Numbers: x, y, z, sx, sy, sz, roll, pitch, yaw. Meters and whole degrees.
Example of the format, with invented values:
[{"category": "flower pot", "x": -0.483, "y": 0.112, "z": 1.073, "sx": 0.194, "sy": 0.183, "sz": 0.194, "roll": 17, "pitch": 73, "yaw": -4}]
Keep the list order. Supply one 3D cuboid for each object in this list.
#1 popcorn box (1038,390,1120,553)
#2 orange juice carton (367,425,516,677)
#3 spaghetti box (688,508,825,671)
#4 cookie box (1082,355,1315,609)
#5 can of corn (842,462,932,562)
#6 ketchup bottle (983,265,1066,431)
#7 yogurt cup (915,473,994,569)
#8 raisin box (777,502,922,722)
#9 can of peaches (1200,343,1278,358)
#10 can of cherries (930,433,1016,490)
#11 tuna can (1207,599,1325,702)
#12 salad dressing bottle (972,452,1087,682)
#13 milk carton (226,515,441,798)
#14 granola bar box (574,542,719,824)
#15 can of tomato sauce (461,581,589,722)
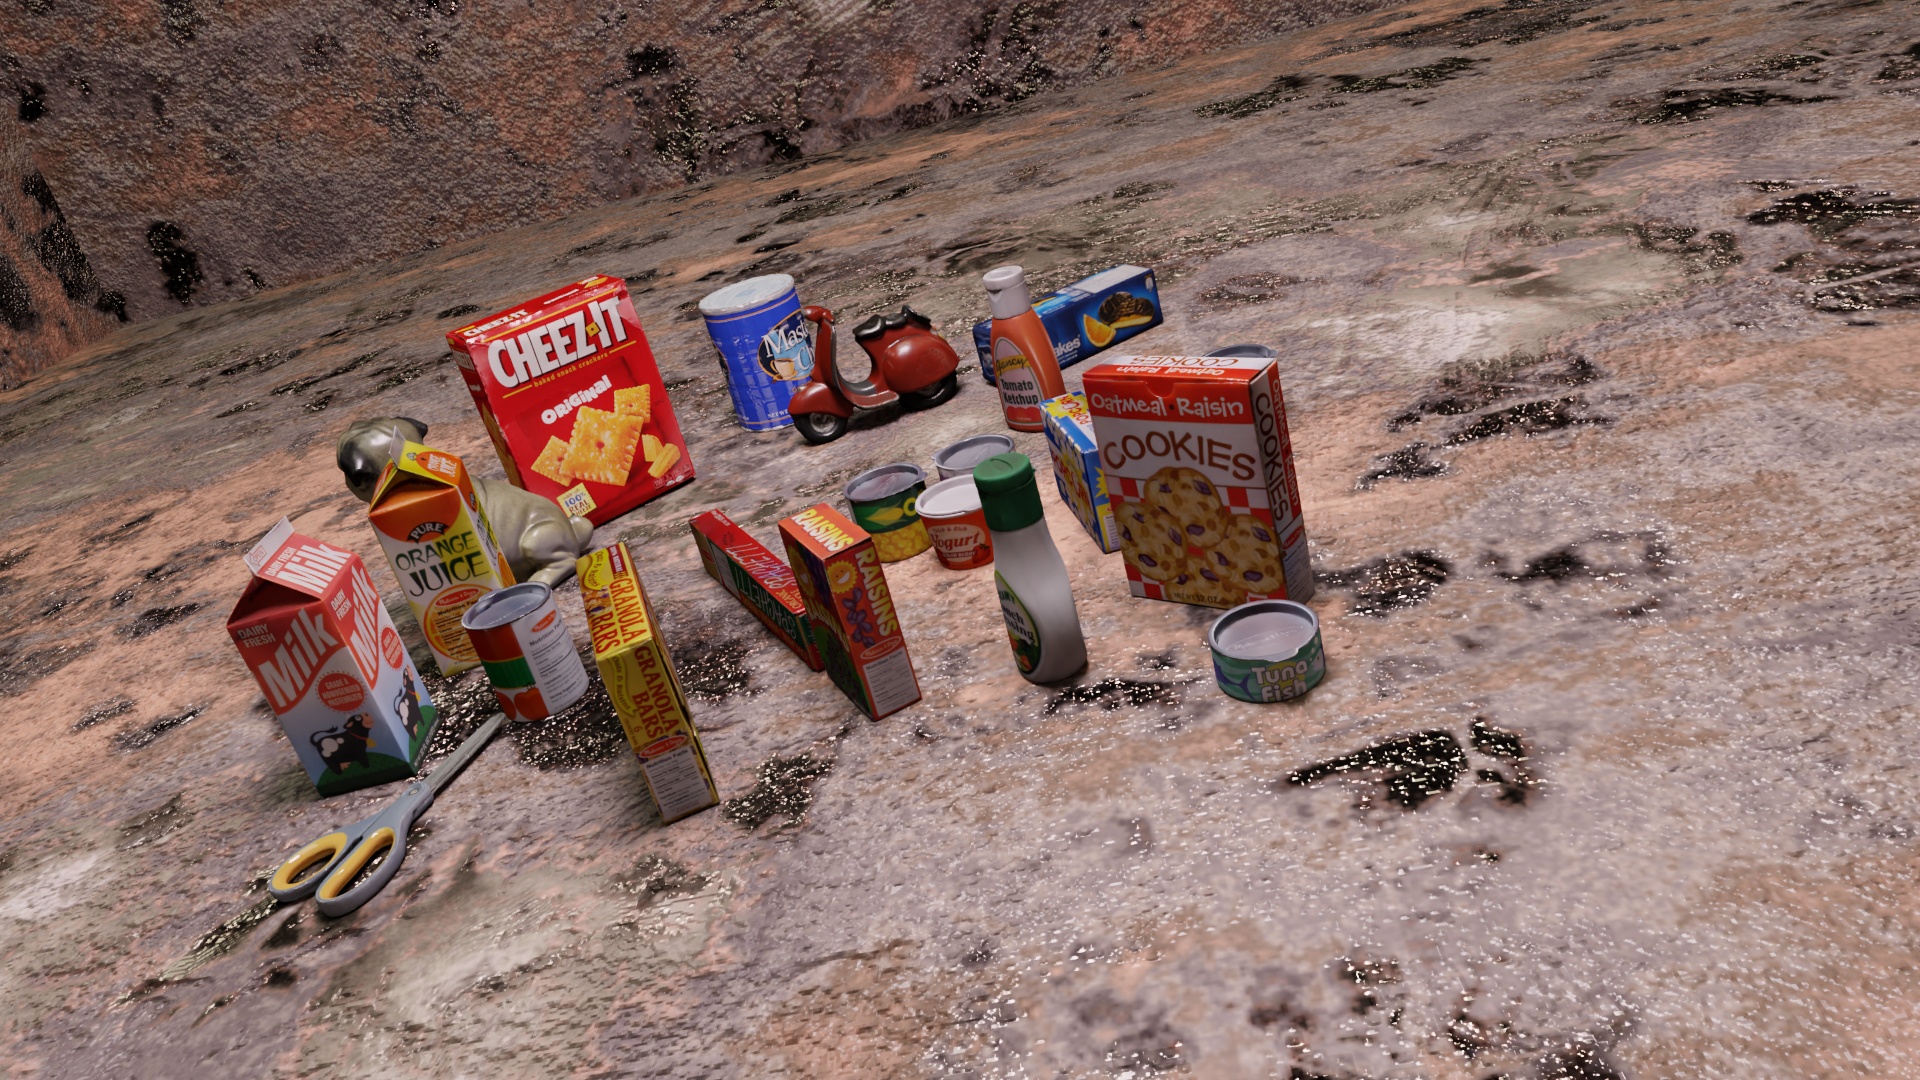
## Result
[{"category": "popcorn box", "x": 0.101, "y": -0.055, "z": 1.065, "sx": 0.038, "sy": 0.085, "sz": 0.127, "roll": -18, "pitch": 25, "yaw": -5}, {"category": "orange juice carton", "x": -0.415, "y": 0.004, "z": 1.113, "sx": 0.073, "sy": 0.192, "sz": 0.072, "roll": -20, "pitch": 25, "yaw": -9}, {"category": "spaghetti box", "x": -0.153, "y": 0.033, "z": 1.071, "sx": 0.029, "sy": 0.050, "sz": 0.250, "roll": -25, "pitch": 27, "yaw": -20}, {"category": "cookie box", "x": 0.154, "y": -0.036, "z": 0.899, "sx": 0.123, "sy": 0.166, "sz": 0.040, "roll": 7, "pitch": 33, "yaw": 40}, {"category": "can of corn", "x": -0.053, "y": -0.023, "z": 1.119, "sx": 0.071, "sy": 0.058, "sz": 0.071, "roll": -13, "pitch": 25, "yaw": 6}, {"category": "ketchup bottle", "x": 0.056, "y": -0.173, "z": 1.261, "sx": 0.064, "sy": 0.148, "sz": 0.044, "roll": 7, "pitch": 33, "yaw": 41}, {"category": "yogurt cup", "x": 0.004, "y": -0.013, "z": 1.072, "sx": 0.072, "sy": 0.053, "sz": 0.073, "roll": -13, "pitch": 25, "yaw": 6}, {"category": "raisin box", "x": -0.073, "y": 0.045, "z": 0.912, "sx": 0.040, "sy": 0.123, "sz": 0.086, "roll": -24, "pitch": 26, "yaw": -18}, {"category": "can of peaches", "x": 0.236, "y": -0.127, "z": 1.168, "sx": 0.071, "sy": 0.057, "sz": 0.071, "roll": -13, "pitch": 25, "yaw": 6}, {"category": "can of cherries", "x": 0.016, "y": -0.047, "z": 1.129, "sx": 0.071, "sy": 0.058, "sz": 0.072, "roll": -13, "pitch": 25, "yaw": 6}, {"category": "tuna can", "x": 0.184, "y": 0.067, "z": 0.828, "sx": 0.071, "sy": 0.032, "sz": 0.071, "roll": -13, "pitch": 25, "yaw": 6}, {"category": "salad dressing bottle", "x": 0.043, "y": 0.018, "z": 0.875, "sx": 0.044, "sy": 0.147, "sz": 0.064, "roll": -23, "pitch": 26, "yaw": -15}, {"category": "milk carton", "x": -0.445, "y": 0.079, "z": 0.977, "sx": 0.073, "sy": 0.189, "sz": 0.072, "roll": -14, "pitch": 25, "yaw": 3}, {"category": "granola bar box", "x": -0.205, "y": 0.087, "z": 0.901, "sx": 0.039, "sy": 0.123, "sz": 0.166, "roll": -21, "pitch": 25, "yaw": -11}, {"category": "can of tomato sauce", "x": -0.322, "y": 0.082, "z": 1.027, "sx": 0.071, "sy": 0.082, "sz": 0.071, "roll": -13, "pitch": 25, "yaw": 6}]
